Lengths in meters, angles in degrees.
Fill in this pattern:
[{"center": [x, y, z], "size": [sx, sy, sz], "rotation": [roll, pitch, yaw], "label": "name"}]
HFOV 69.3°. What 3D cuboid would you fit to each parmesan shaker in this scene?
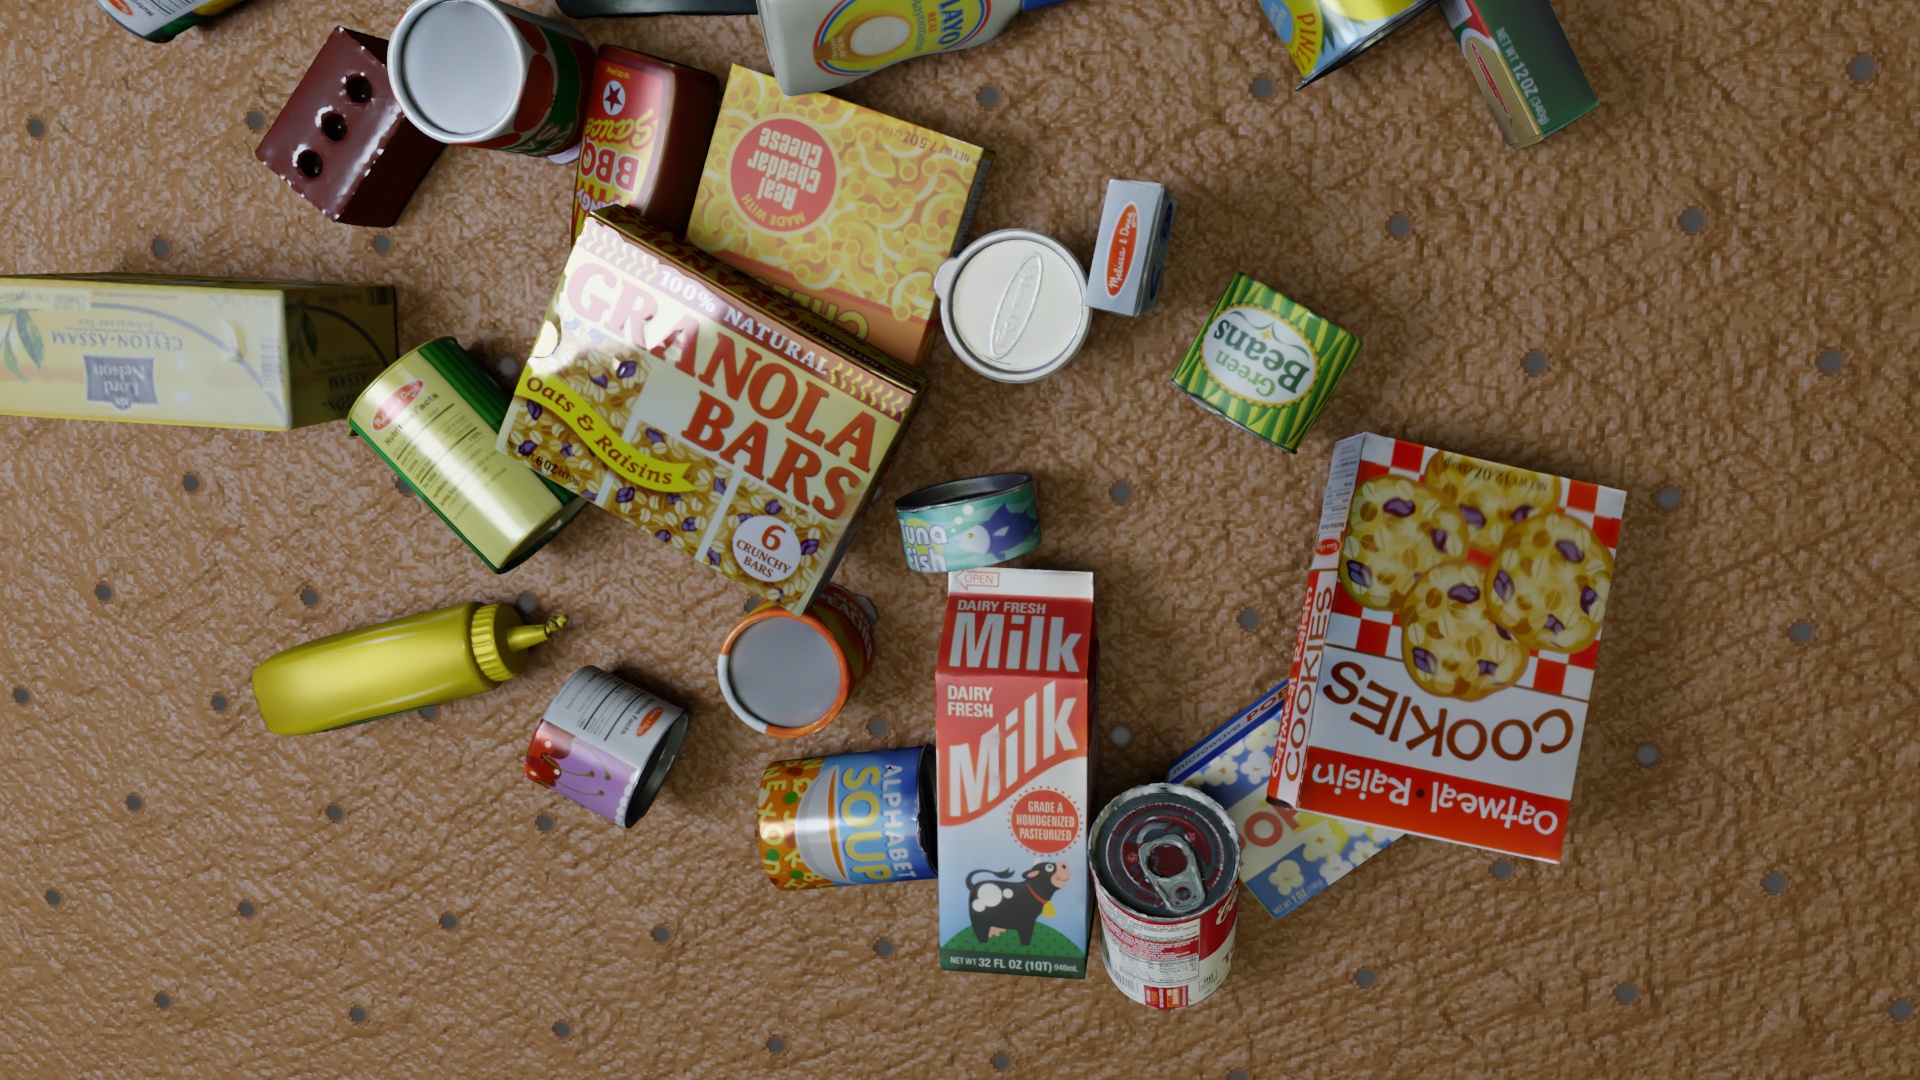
[{"center": [-0.242, -0.039, 0.688], "size": [0.071, 0.071, 0.103], "rotation": [-42, 94, 15], "label": "parmesan shaker"}]

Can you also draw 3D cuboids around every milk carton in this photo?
[{"center": [0.029, 0.106, 0.672], "size": [0.072, 0.073, 0.190], "rotation": [2, 102, 9], "label": "milk carton"}]

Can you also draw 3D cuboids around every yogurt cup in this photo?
[{"center": [0.028, -0.109, 0.638], "size": [0.072, 0.054, 0.072], "rotation": [2, 102, 8], "label": "yogurt cup"}]

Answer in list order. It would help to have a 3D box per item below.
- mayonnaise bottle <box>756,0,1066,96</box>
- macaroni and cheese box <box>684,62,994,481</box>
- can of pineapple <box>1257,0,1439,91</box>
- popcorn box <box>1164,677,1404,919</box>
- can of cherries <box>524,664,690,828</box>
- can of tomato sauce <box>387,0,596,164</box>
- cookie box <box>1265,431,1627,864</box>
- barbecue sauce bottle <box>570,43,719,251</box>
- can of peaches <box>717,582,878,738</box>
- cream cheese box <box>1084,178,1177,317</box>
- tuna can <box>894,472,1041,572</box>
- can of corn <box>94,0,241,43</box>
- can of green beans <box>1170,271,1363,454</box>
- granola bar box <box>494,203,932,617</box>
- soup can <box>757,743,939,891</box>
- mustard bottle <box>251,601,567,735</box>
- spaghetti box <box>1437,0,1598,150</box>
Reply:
[{"center": [-0.013, -0.239, 0.603], "size": [0.148, 0.064, 0.041], "rotation": [-16, 64, -7], "label": "mayonnaise bottle"}, {"center": [-0.070, -0.123, 0.657], "size": [0.124, 0.040, 0.166], "rotation": [20, 104, 5], "label": "macaroni and cheese box"}, {"center": [0.159, -0.234, 0.585], "size": [0.071, 0.071, 0.058], "rotation": [-31, 95, 14], "label": "can of pineapple"}, {"center": [0.174, 0.111, 0.669], "size": [0.126, 0.038, 0.085], "rotation": [-39, 92, 14], "label": "popcorn box"}, {"center": [-0.180, 0.106, 0.709], "size": [0.058, 0.072, 0.071], "rotation": [25, 105, 3], "label": "can of cherries"}, {"center": [-0.211, -0.211, 0.639], "size": [0.071, 0.083, 0.071], "rotation": [2, 102, 9], "label": "can of tomato sauce"}, {"center": [0.214, 0.048, 0.616], "size": [0.123, 0.040, 0.167], "rotation": [12, 86, -5], "label": "cookie box"}, {"center": [-0.158, -0.154, 0.659], "size": [0.065, 0.044, 0.148], "rotation": [27, 109, 33], "label": "barbecue sauce bottle"}, {"center": [-0.078, 0.056, 0.687], "size": [0.071, 0.058, 0.071], "rotation": [2, 102, 9], "label": "can of peaches"}, {"center": [0.075, -0.126, 0.601], "size": [0.024, 0.104, 0.053], "rotation": [13, 103, 9], "label": "cream cheese box"}, {"center": [0.002, -0.008, 0.654], "size": [0.071, 0.071, 0.032], "rotation": [-9, 101, 11], "label": "tuna can"}, {"center": [-0.376, -0.282, 0.661], "size": [0.058, 0.071, 0.071], "rotation": [-22, 98, 12], "label": "can of corn"}, {"center": [0.137, -0.080, 0.621], "size": [0.071, 0.071, 0.057], "rotation": [30, 105, 2], "label": "can of green beans"}, {"center": [-0.114, -0.058, 0.634], "size": [0.165, 0.039, 0.123], "rotation": [29, 111, 0], "label": "granola bar box"}, {"center": [-0.052, 0.139, 0.693], "size": [0.084, 0.071, 0.071], "rotation": [-8, 101, 11], "label": "soup can"}, {"center": [-0.278, 0.062, 0.717], "size": [0.160, 0.065, 0.048], "rotation": [-13, 95, 7], "label": "mustard bottle"}, {"center": [0.192, -0.282, 0.579], "size": [0.028, 0.050, 0.249], "rotation": [-28, 96, 12], "label": "spaghetti box"}]
